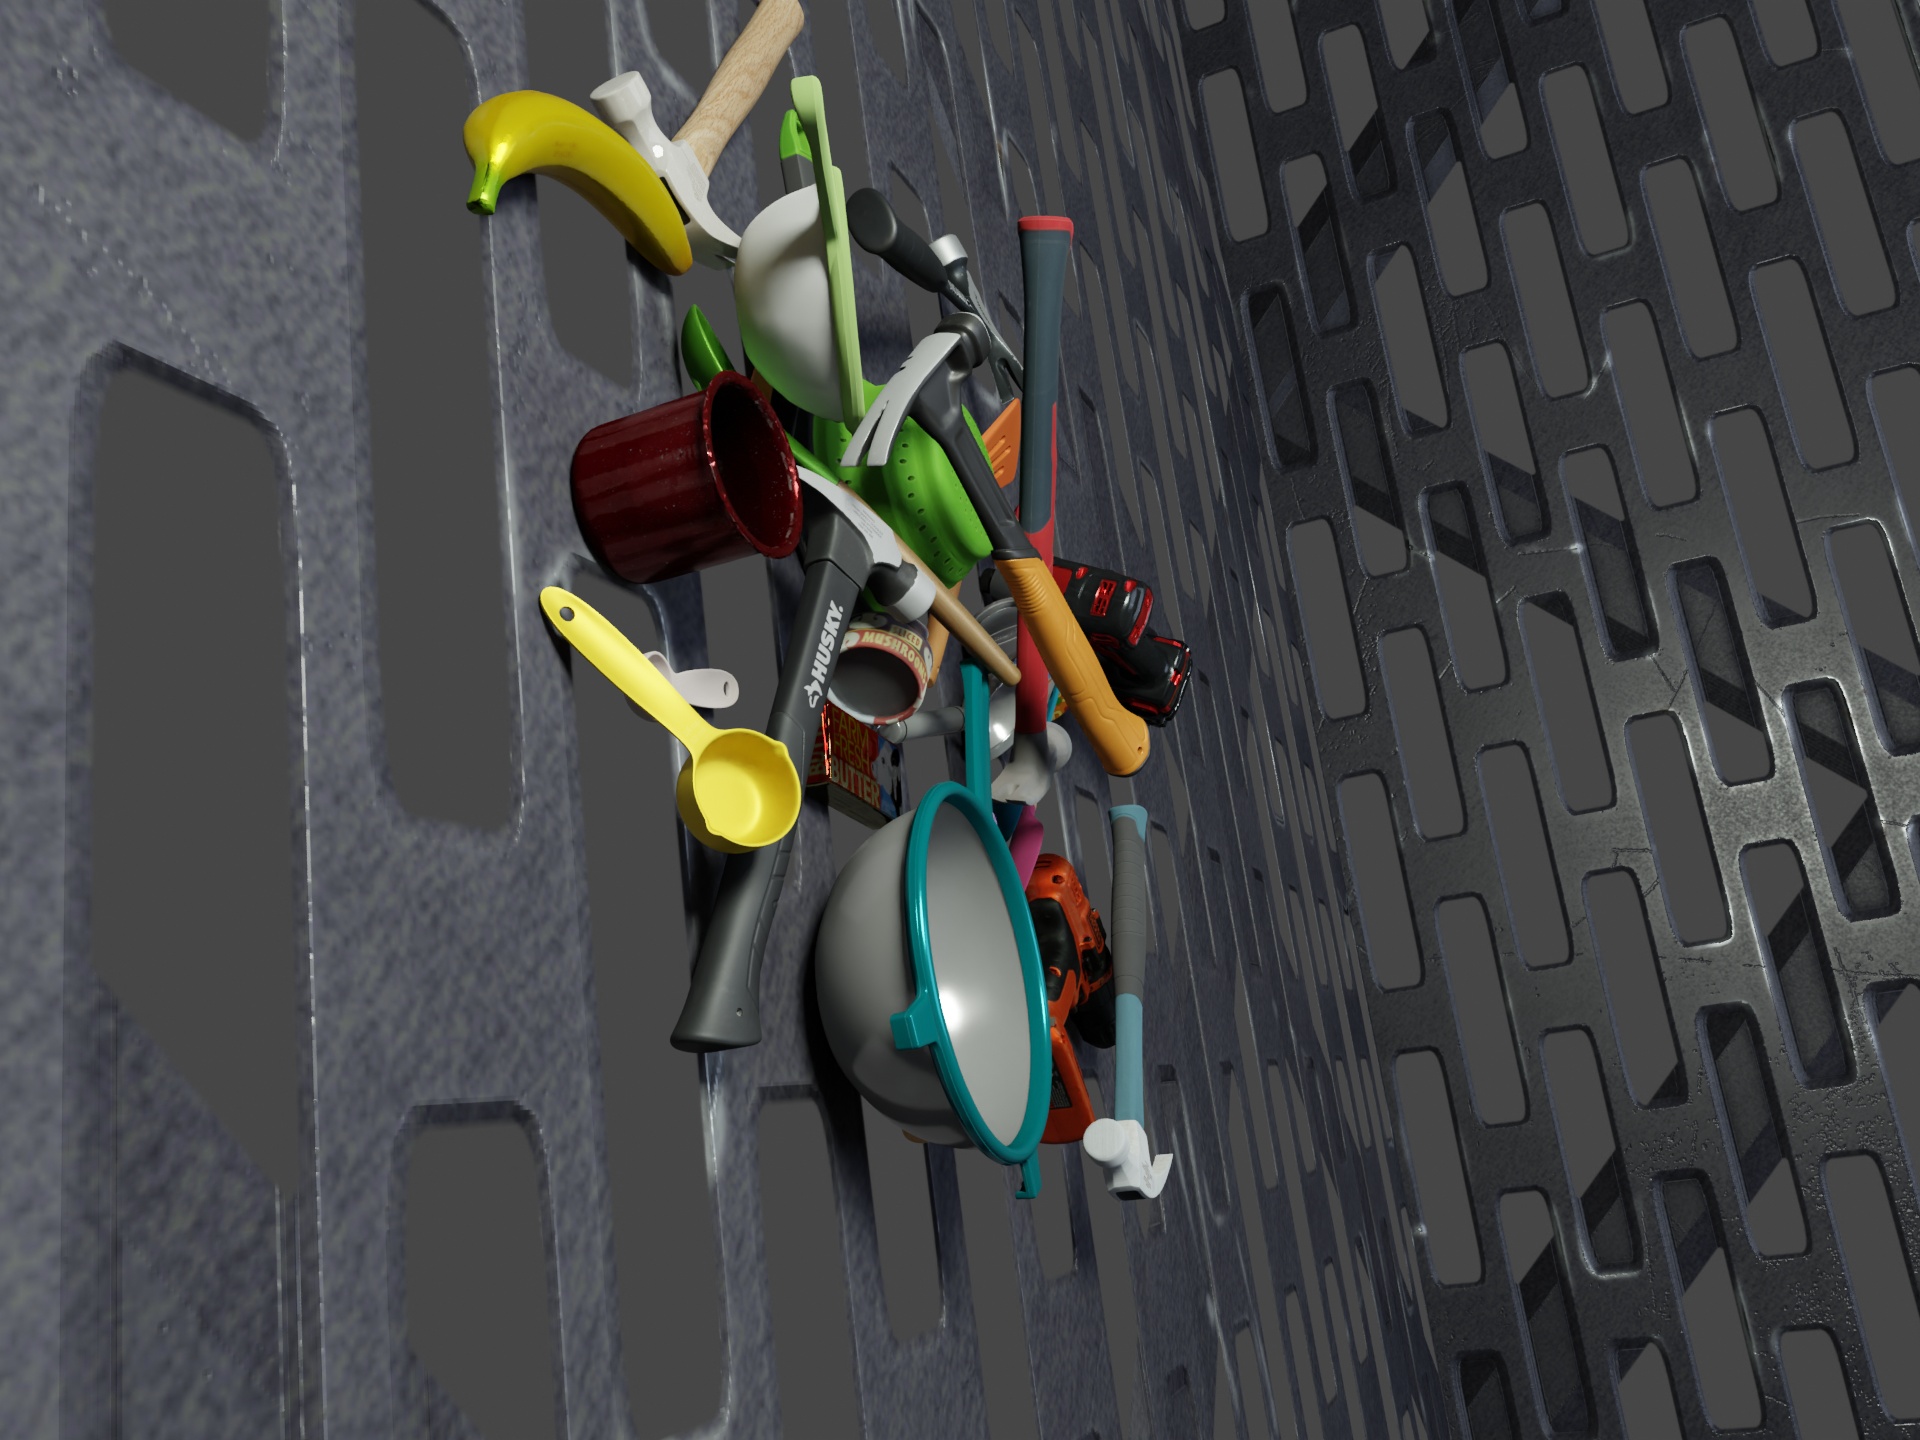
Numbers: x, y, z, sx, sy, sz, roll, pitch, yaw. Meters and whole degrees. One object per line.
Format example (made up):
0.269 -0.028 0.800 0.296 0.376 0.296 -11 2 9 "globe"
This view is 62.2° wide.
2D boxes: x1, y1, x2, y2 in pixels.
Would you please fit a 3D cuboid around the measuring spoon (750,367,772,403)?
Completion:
-0.125 -0.204 0.970 0.021 0.011 0.117 51 36 -45 "measuring spoon"

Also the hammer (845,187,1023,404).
-0.017 -0.316 1.152 0.149 0.036 0.409 61 12 0 "hammer"

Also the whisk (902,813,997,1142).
-0.016 0.147 1.005 0.047 0.051 0.245 34 47 -32 "whisk"

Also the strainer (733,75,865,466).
-0.095 -0.254 0.866 0.256 0.069 0.152 88 -4 -72 "strainer"

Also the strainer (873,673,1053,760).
-0.002 -0.004 1.127 0.087 0.050 0.258 -63 160 16 "strainer"

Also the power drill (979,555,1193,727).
0.108 -0.073 1.339 0.219 0.143 0.078 42 66 -62 "power drill"

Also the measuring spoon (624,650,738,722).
-0.141 -0.016 0.804 0.124 0.018 0.034 -1 86 -77 "measuring spoon"

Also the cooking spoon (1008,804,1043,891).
0.053 0.054 1.249 0.017 0.068 0.319 24 33 -7 "cooking spoon"

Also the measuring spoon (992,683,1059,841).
0.046 0.027 1.193 0.042 0.021 0.128 159 -50 -83 "measuring spoon"

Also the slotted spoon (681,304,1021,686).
-0.061 -0.121 0.951 0.313 0.031 0.070 45 13 -29 "slotted spoon"

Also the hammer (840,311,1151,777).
0.041 -0.080 0.993 0.127 0.034 0.336 -57 133 -30 "hammer"

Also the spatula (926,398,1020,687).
0.007 -0.135 1.231 0.323 0.041 0.081 -78 173 -46 "spatula"

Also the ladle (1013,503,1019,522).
0.040 -0.155 1.267 0.315 0.031 0.069 -2 83 -81 "ladle"

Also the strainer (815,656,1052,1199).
-0.024 0.098 0.931 0.210 0.095 0.341 60 22 -44 "strainer"

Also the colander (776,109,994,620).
-0.048 -0.231 1.063 0.204 0.094 0.397 10 68 -69 "colander"

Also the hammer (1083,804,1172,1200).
0.126 0.198 1.191 0.128 0.033 0.331 61 25 -45 "hammer"

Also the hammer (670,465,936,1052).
-0.093 0.014 0.818 0.146 0.035 0.335 42 46 -38 "hammer"

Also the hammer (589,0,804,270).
-0.143 -0.391 1.001 0.332 0.031 0.129 -79 149 -49 "hammer"

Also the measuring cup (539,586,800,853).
-0.139 0.000 0.736 0.156 0.029 0.062 46 51 -11 "measuring cup"

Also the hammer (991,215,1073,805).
0.048 -0.137 1.065 0.143 0.038 0.386 -39 131 -70 "hammer"
